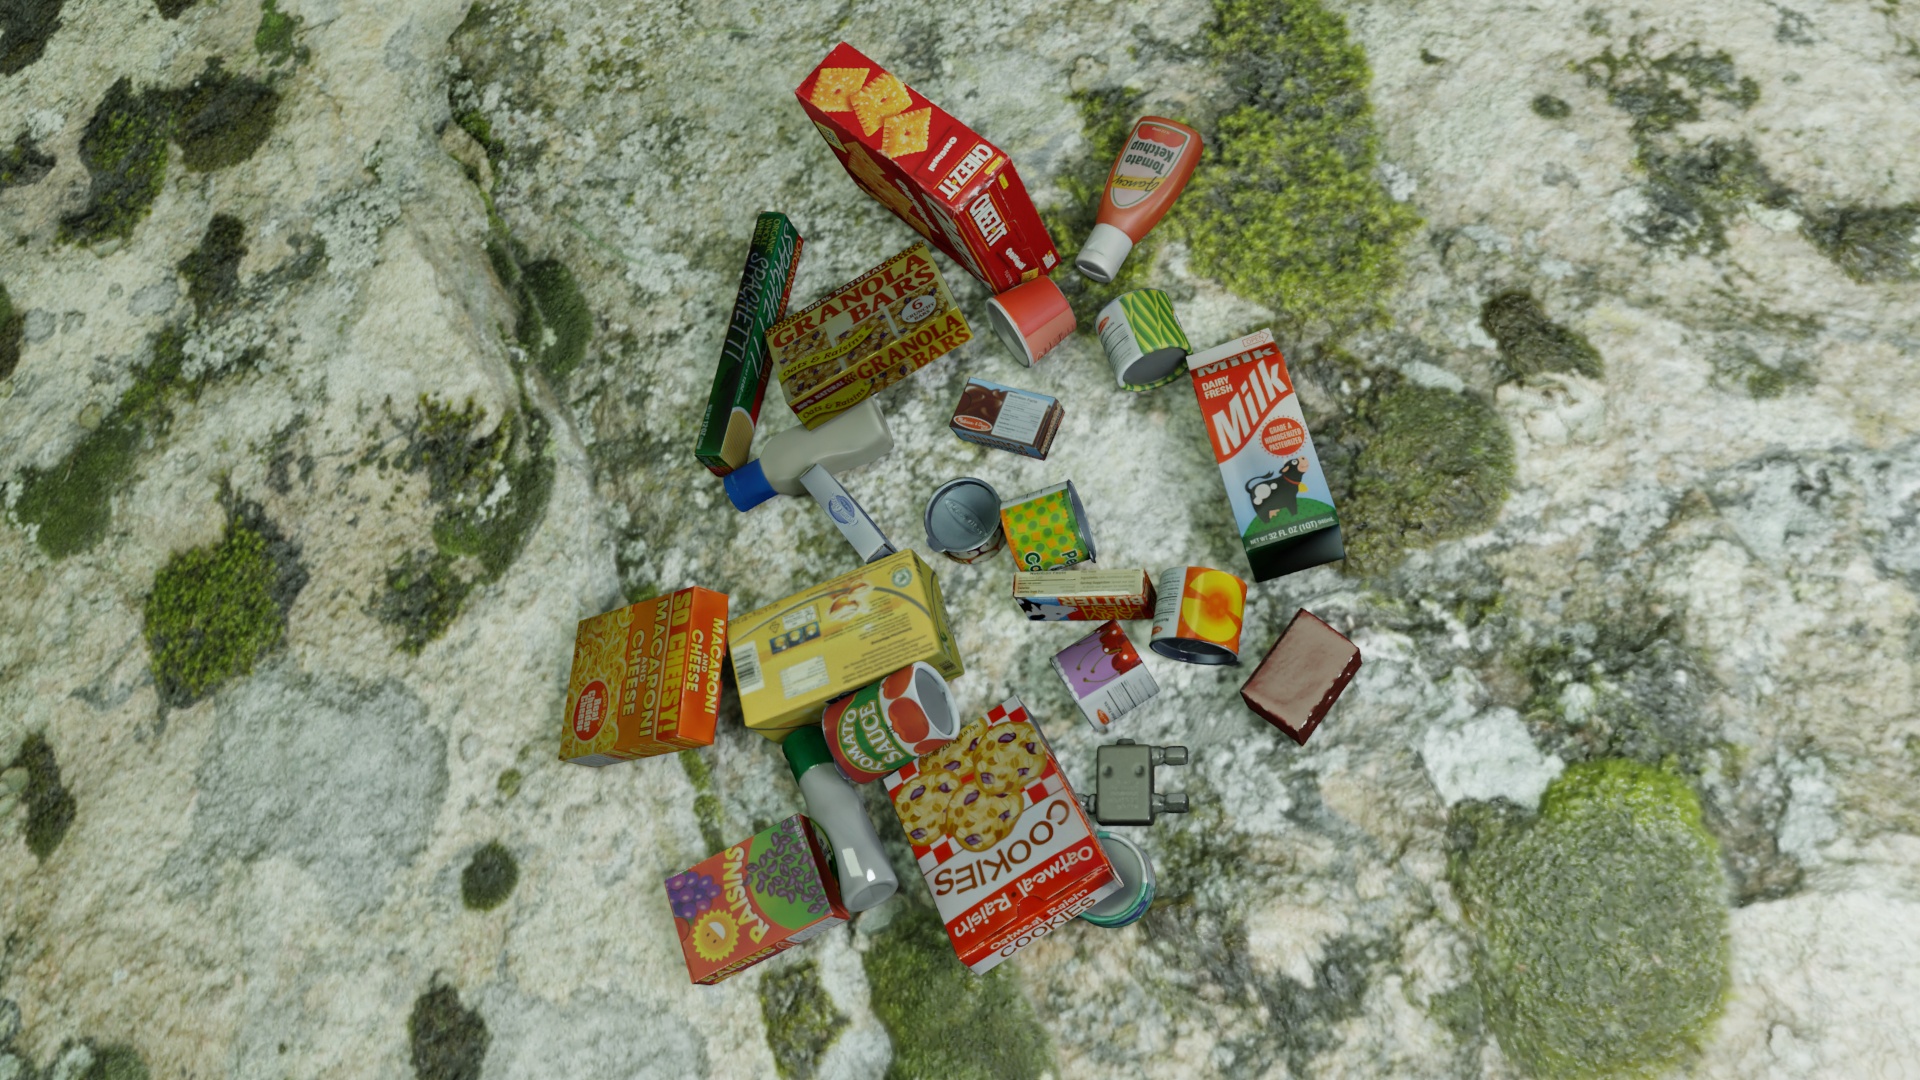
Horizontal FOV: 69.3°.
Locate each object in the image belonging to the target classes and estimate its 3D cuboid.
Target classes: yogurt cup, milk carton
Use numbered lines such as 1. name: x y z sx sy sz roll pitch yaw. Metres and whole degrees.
1. yogurt cup: 0.061 -0.188 1.173 0.054 0.072 0.072 -33 63 -5
2. milk carton: 0.231 -0.073 1.065 0.072 0.073 0.191 -18 64 11

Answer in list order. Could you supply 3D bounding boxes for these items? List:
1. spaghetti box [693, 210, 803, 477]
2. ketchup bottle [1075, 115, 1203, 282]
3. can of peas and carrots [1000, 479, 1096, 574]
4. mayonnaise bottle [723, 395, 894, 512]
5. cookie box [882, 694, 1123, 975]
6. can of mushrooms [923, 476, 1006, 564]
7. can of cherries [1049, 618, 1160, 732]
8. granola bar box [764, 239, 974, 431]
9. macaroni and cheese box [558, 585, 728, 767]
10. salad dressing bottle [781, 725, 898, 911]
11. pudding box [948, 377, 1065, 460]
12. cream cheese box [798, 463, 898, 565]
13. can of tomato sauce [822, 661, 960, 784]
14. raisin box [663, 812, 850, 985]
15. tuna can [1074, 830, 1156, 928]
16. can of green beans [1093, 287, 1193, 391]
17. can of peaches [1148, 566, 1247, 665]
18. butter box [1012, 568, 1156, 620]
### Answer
1. spaghetti box: -0.190 -0.180 1.259 0.029 0.050 0.251 5 71 18
2. ketchup bottle: 0.150 -0.292 1.197 0.065 0.043 0.149 25 79 25
3. can of peas and carrots: 0.070 -0.006 1.095 0.058 0.071 0.071 -19 65 11
4. mayonnaise bottle: -0.133 -0.073 1.203 0.148 0.041 0.065 -27 56 7
5. cookie box: 0.027 0.210 1.010 0.123 0.040 0.168 -33 45 4
6. can of mushrooms: 0.004 -0.014 1.138 0.071 0.033 0.071 -6 68 15
7. can of cherries: 0.107 0.098 1.041 0.058 0.071 0.072 -33 63 3
8. granola bar box: -0.082 -0.179 1.208 0.165 0.039 0.125 -29 42 5
9. macaroni and cheese box: -0.258 0.113 1.133 0.166 0.040 0.124 -16 62 40
10. salad dressing bottle: -0.096 0.211 1.068 0.044 0.064 0.148 -22 54 -12
11. pudding box: 0.039 -0.103 1.164 0.084 0.030 0.050 16 76 23
12. cream cheese box: -0.090 -0.016 1.158 0.024 0.053 0.104 -42 63 2
13. can of tomato sauce: -0.052 0.138 1.047 0.083 0.071 0.071 -28 63 19
14. raisin box: -0.158 0.278 1.071 0.123 0.040 0.086 -27 64 7
15. tuna can: 0.104 0.246 1.001 0.071 0.032 0.071 -6 67 15
16. can of green beans: 0.149 -0.163 1.132 0.071 0.071 0.058 -23 65 8
17. can of peaches: 0.180 0.057 1.035 0.071 0.071 0.058 4 71 20
18. butter box: 0.097 0.043 1.074 0.103 0.053 0.024 -2 66 17
